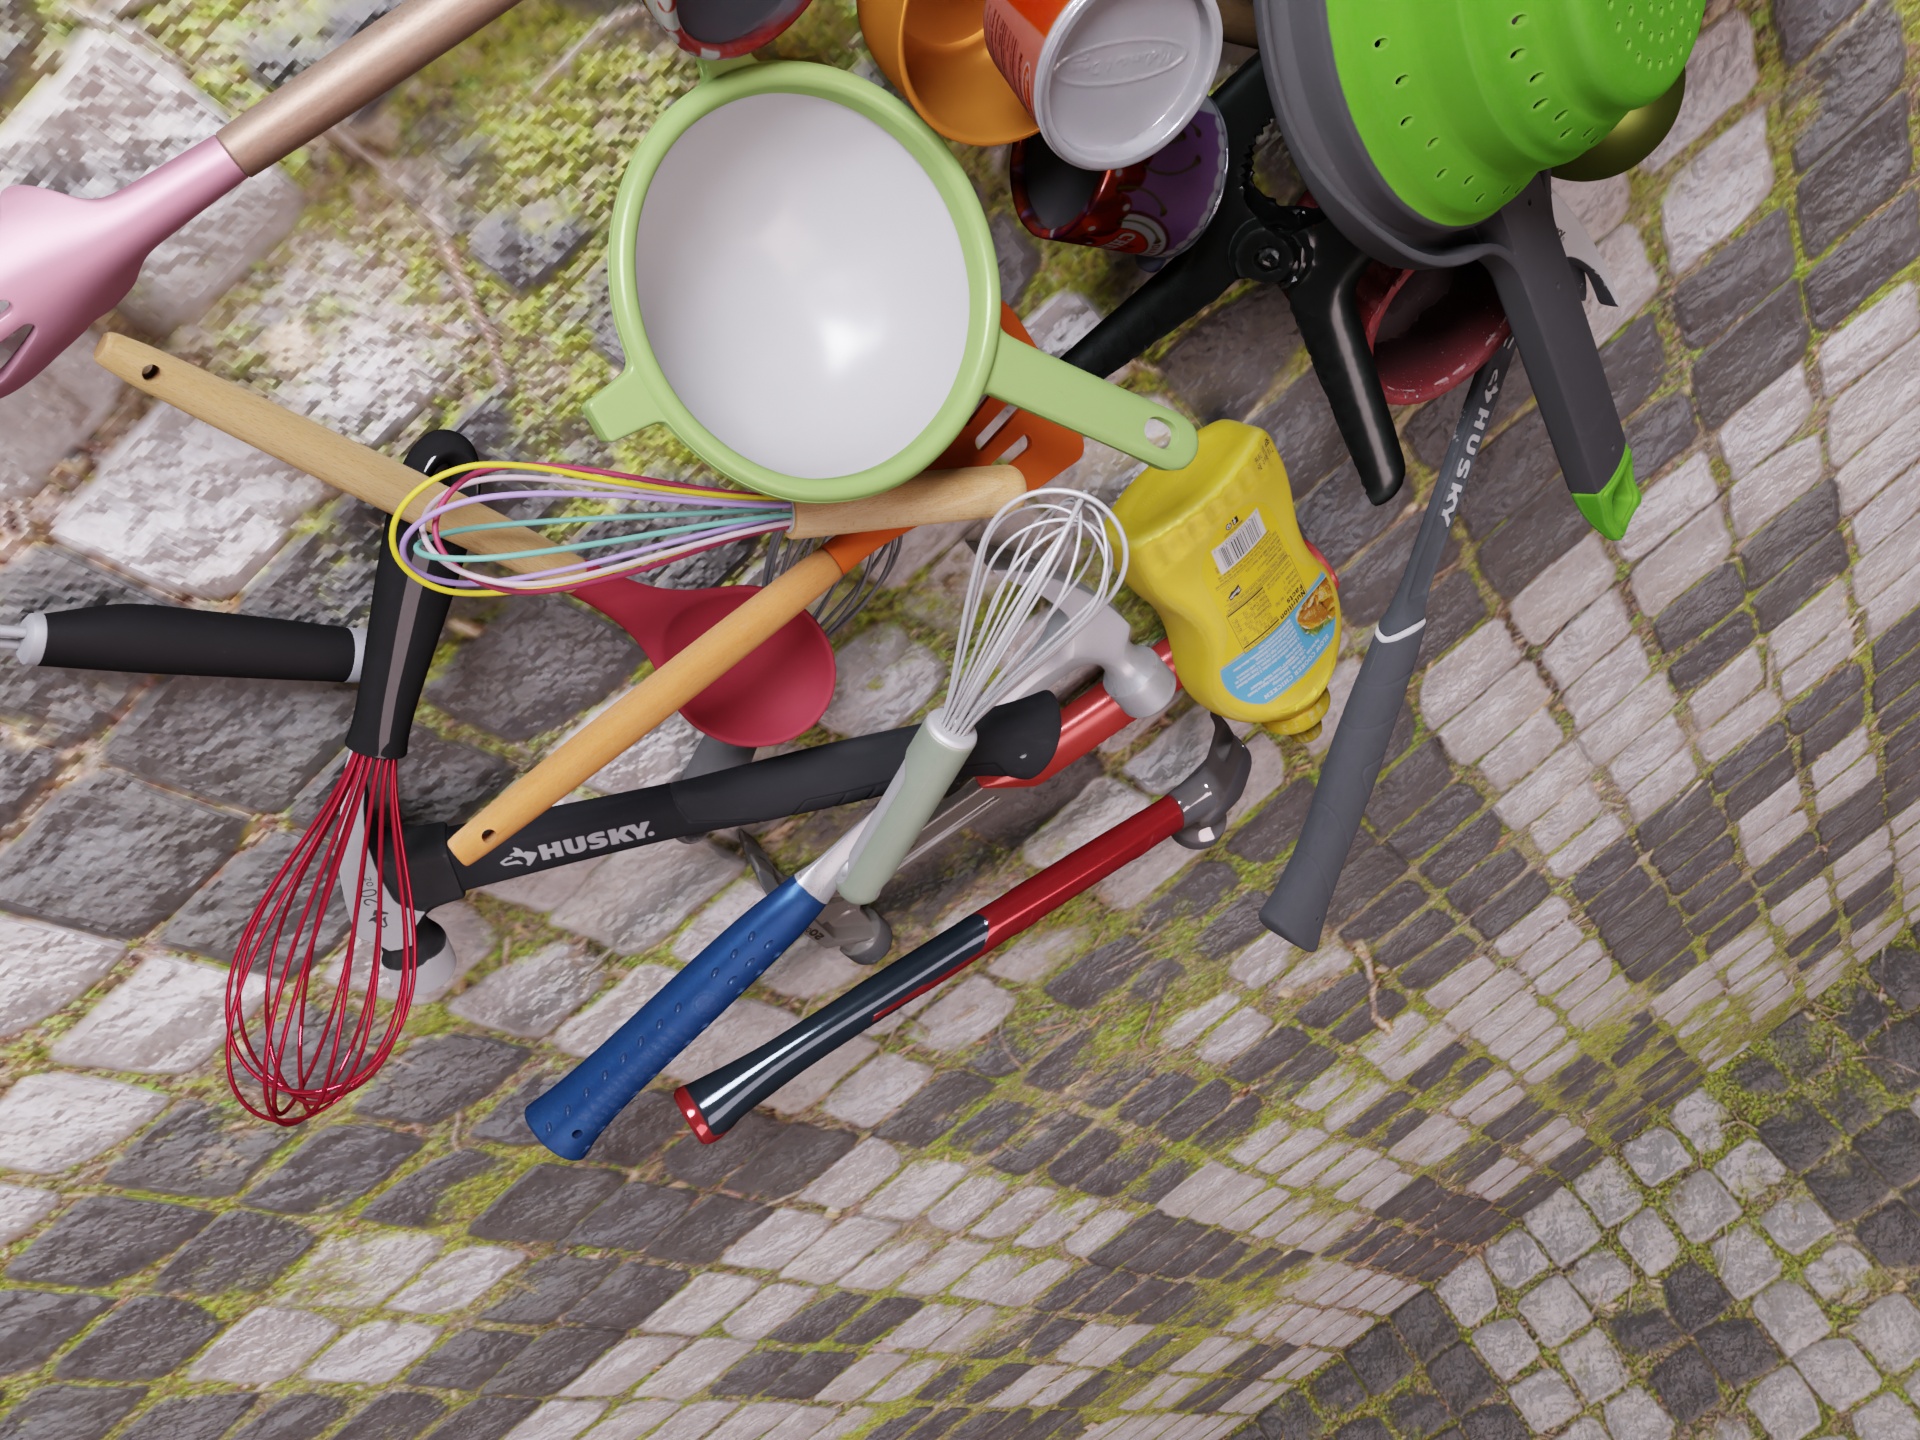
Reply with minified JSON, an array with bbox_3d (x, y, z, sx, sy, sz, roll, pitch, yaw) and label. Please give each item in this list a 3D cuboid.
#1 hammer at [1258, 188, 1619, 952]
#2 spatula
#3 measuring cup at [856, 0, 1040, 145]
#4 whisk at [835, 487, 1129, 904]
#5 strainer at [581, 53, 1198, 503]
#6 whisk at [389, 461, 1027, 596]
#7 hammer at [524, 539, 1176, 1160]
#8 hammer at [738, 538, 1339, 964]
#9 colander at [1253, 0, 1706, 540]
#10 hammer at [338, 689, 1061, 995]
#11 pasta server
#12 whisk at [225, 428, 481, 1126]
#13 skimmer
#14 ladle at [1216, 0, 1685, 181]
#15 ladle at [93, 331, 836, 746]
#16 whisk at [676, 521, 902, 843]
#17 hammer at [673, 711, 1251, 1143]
[{"bbox_3d":[0.238,-0.068,0.831,0.149,0.036,0.409,4,107,-45],"label":"hammer"},{"bbox_3d":[-0.074,-0.051,0.648,0.322,0.041,0.081,-39,115,-12],"label":"spatula"},{"bbox_3d":[0.027,-0.283,0.531,0.095,0.052,0.173,6,126,-41],"label":"measuring cup"},{"bbox_3d":[-0.001,-0.002,0.688,0.059,0.058,0.246,24,126,-9],"label":"whisk"},{"bbox_3d":[-0.022,-0.142,0.607,0.256,0.069,0.151,16,86,-33],"label":"strainer"},{"bbox_3d":[-0.084,-0.079,0.592,0.245,0.051,0.047,-9,100,-25],"label":"whisk"},{"bbox_3d":[-0.074,0.076,0.820,0.405,0.035,0.143,-44,128,5],"label":"hammer"},{"bbox_3d":[0.052,0.008,0.893,0.359,0.037,0.149,-35,144,2],"label":"hammer"},{"bbox_3d":[0.238,-0.215,0.606,0.204,0.094,0.396,-56,130,-23],"label":"colander"},{"bbox_3d":[-0.115,0.034,0.733,0.334,0.035,0.146,-12,132,-9],"label":"hammer"},{"bbox_3d":[-0.201,-0.191,0.485,0.316,0.040,0.060,-36,144,-4],"label":"pasta server"},{"bbox_3d":[-0.234,0.029,0.628,0.073,0.073,0.295,6,107,-41],"label":"whisk"},{"bbox_3d":[-0.369,-0.002,0.516,0.363,0.090,0.127,2,164,-42],"label":"skimmer"},{"bbox_3d":[0.186,-0.282,0.671,0.320,0.062,0.078,-1,131,-27],"label":"ladle"},{"bbox_3d":[-0.167,-0.063,0.602,0.315,0.031,0.069,28,92,-44],"label":"ladle"},{"bbox_3d":[-0.089,-0.022,0.747,0.055,0.055,0.238,0,137,-37],"label":"whisk"},{"bbox_3d":[0.006,0.123,0.932,0.386,0.038,0.143,-31,157,-14],"label":"hammer"}]
